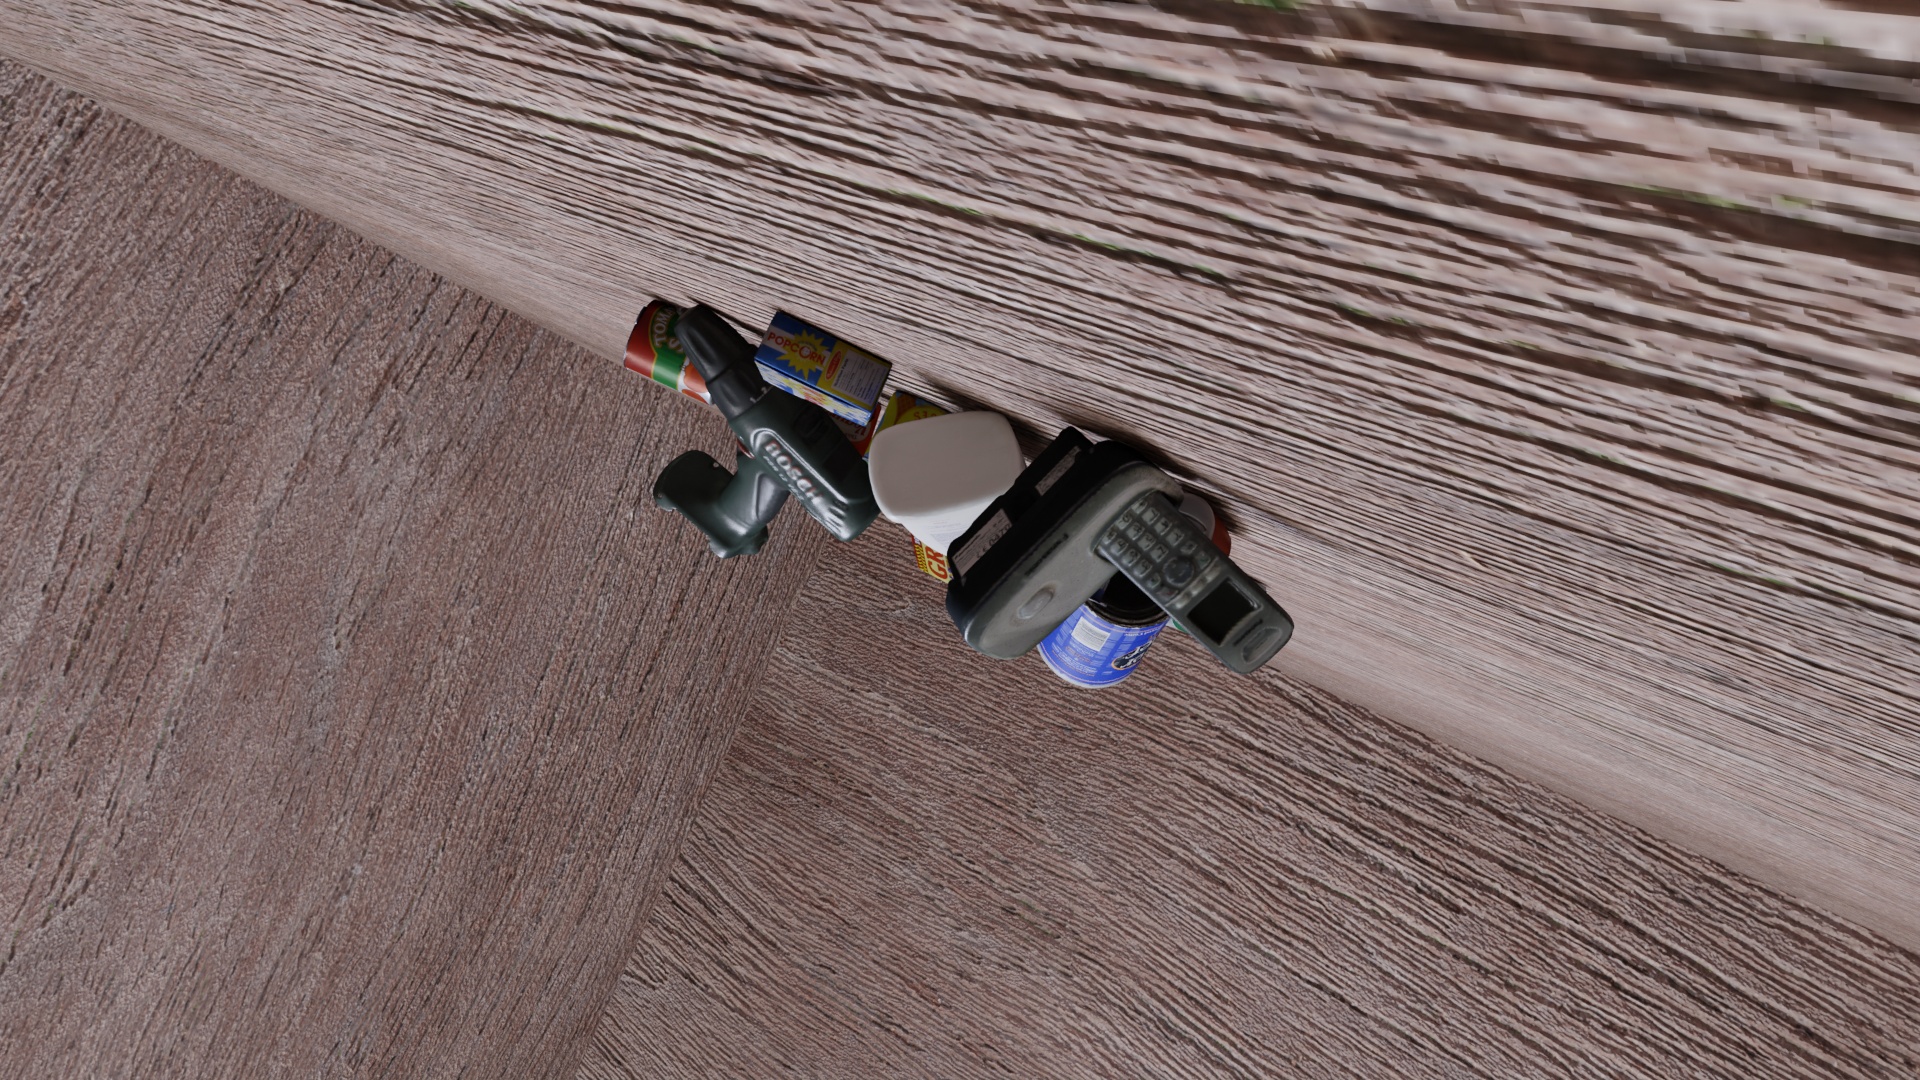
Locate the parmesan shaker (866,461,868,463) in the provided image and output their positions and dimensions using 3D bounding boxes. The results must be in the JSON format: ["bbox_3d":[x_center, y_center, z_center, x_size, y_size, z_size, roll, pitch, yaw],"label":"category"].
[{"bbox_3d":[-0.045,-0.066,1.413,0.103,0.071,0.071,24,178,39],"label":"parmesan shaker"}]

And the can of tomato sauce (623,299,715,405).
[{"bbox_3d":[-0.242,-0.165,1.215,0.083,0.071,0.071,25,178,-1],"label":"can of tomato sauce"}]

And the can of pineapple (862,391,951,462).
[{"bbox_3d":[-0.033,-0.075,1.061,0.071,0.058,0.071,25,178,1],"label":"can of pineapple"}]

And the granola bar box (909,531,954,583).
[{"bbox_3d":[0.005,-0.016,1.307,0.124,0.039,0.164,25,145,30],"label":"granola bar box"}]

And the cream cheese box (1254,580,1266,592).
[{"bbox_3d":[0.219,0.028,1.244,0.104,0.024,0.053,26,180,-28],"label":"cream cheese box"}]

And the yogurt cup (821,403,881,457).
[{"bbox_3d":[-0.105,-0.106,1.230,0.072,0.054,0.072,25,179,1],"label":"yogurt cup"}]

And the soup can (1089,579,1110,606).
[{"bbox_3d":[0.092,-0.003,1.021,0.071,0.084,0.071,25,179,1],"label":"soup can"}]

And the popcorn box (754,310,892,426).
[{"bbox_3d":[-0.095,-0.117,0.966,0.085,0.038,0.126,24,178,-5],"label":"popcorn box"}]

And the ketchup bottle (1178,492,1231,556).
[{"bbox_3d":[0.146,-0.003,0.909,0.065,0.043,0.148,24,178,10],"label":"ketchup bottle"}]

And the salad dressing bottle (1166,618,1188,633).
[{"bbox_3d":[0.187,0.056,1.284,0.044,0.064,0.148,48,167,-30],"label":"salad dressing bottle"}]
